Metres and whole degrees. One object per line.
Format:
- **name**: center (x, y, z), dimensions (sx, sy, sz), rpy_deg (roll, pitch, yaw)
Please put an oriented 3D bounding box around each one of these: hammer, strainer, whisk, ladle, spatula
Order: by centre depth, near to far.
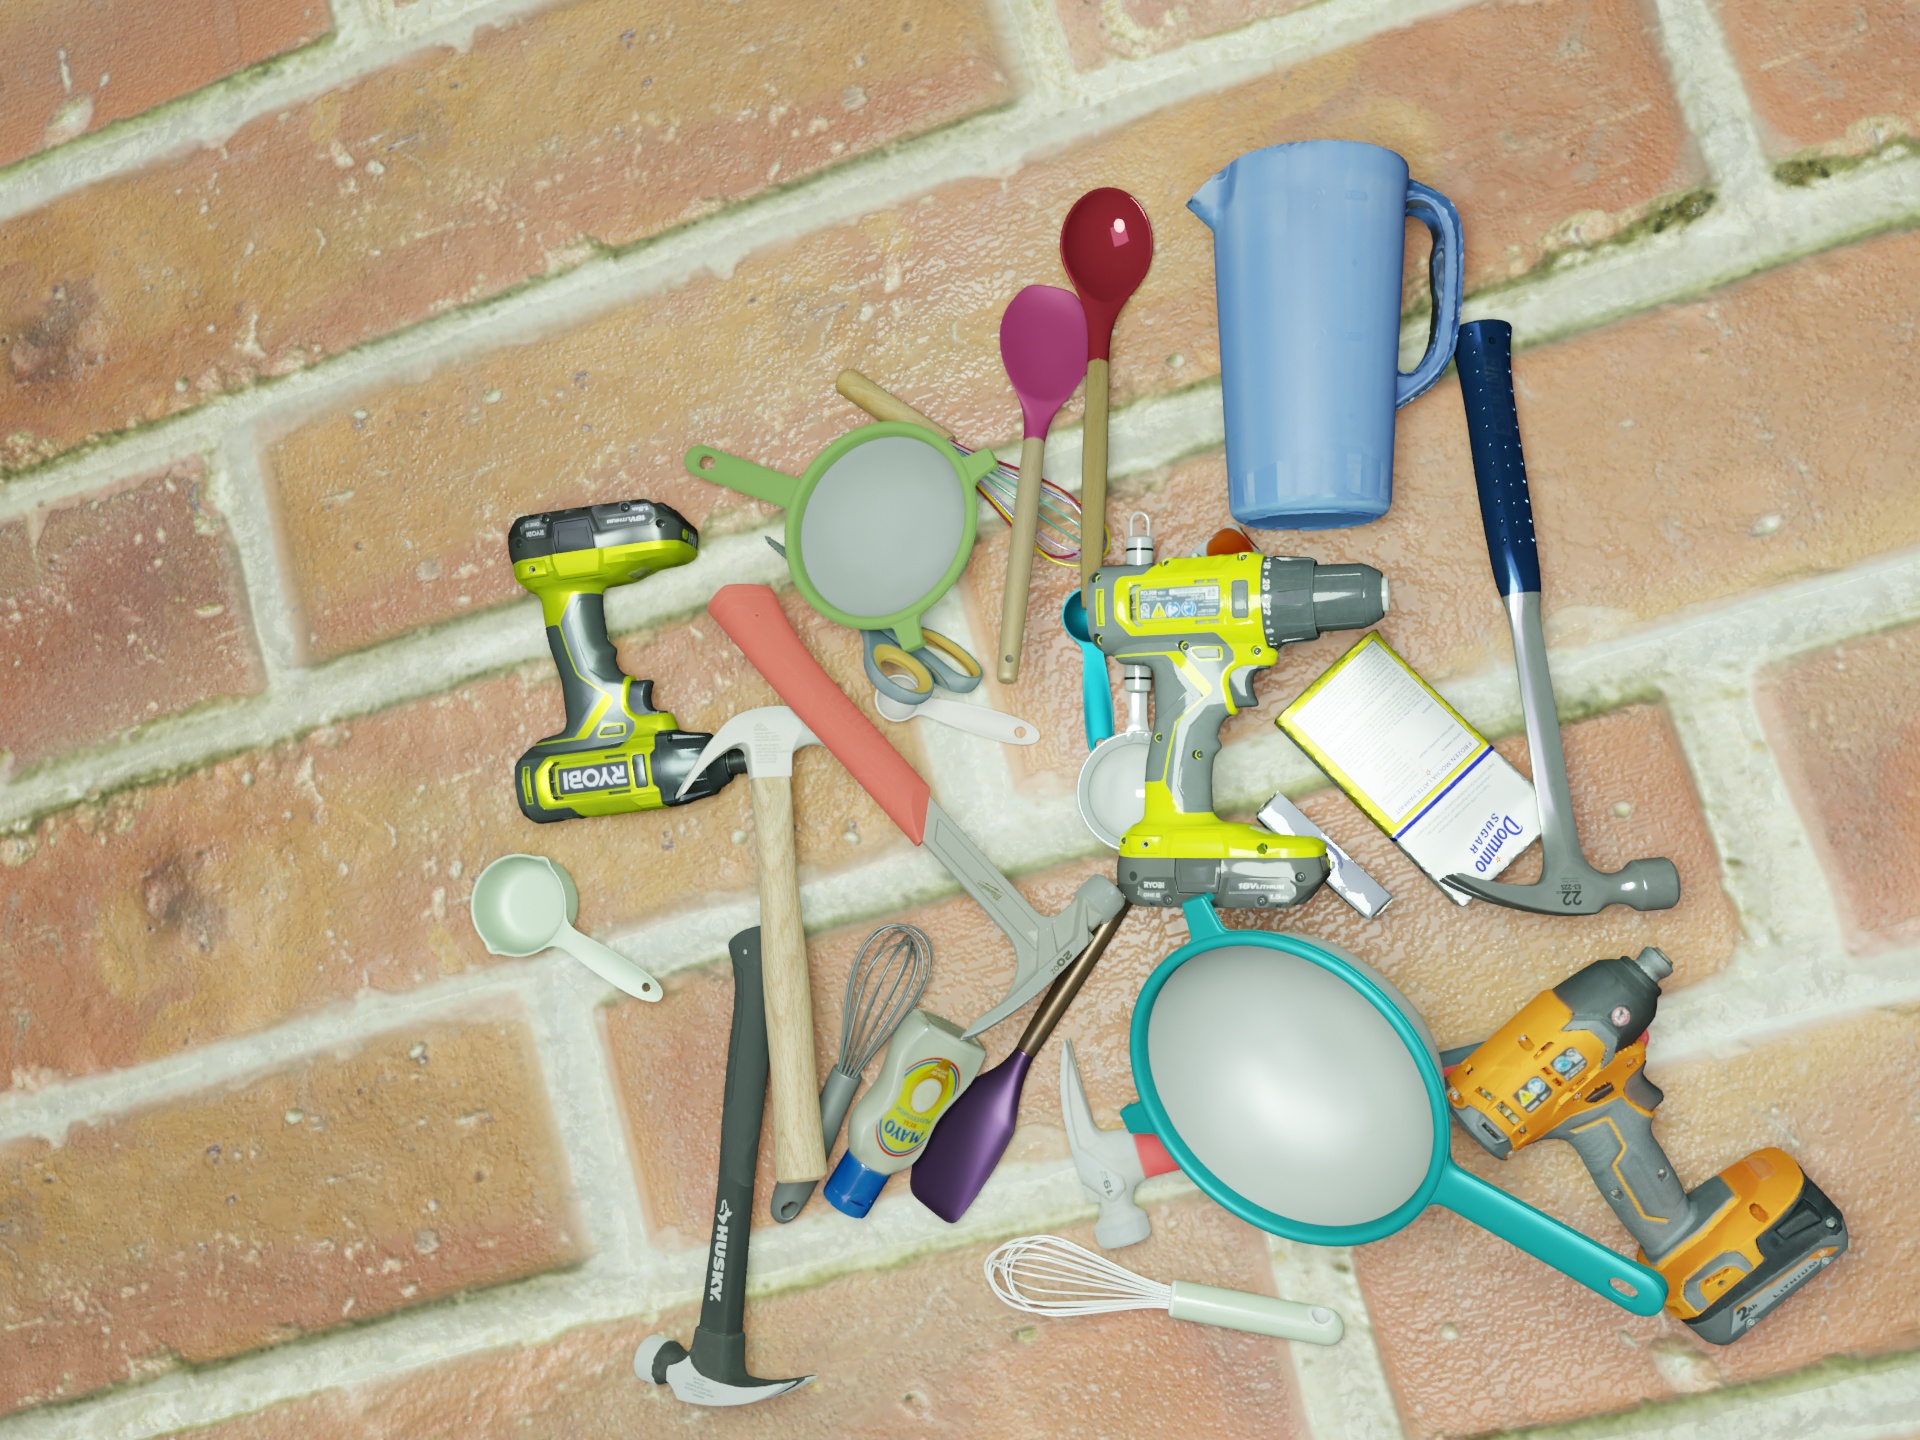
- **strainer**: center (0.270, 0.240, 0.975), dimensions (0.340, 0.095, 0.210), rpy_deg (27, 122, 26)
- **hammer**: center (0.367, -0.072, 1.054), dimensions (0.144, 0.035, 0.406), rpy_deg (-4, 77, 0)
- **hammer**: center (0.261, 0.242, 1.076), dimensions (0.386, 0.038, 0.143), rpy_deg (-17, 81, 9)
- **whisk**: center (0.137, 0.394, 1.087), dimensions (0.246, 0.058, 0.059), rpy_deg (8, 121, 8)
- **hammer**: center (-0.057, 0.046, 1.109), dimensions (0.149, 0.036, 0.359), rpy_deg (-40, 80, -17)
- **strainer**: center (0.125, -0.017, 1.110), dimensions (0.087, 0.050, 0.258), rpy_deg (1, 89, 4)
- **hammer**: center (-0.127, 0.153, 1.117), dimensions (0.130, 0.031, 0.331), rpy_deg (-2, 79, -17)
- **ladle**: center (0.098, -0.229, 1.123), dimensions (0.069, 0.031, 0.315), rpy_deg (6, 76, -8)
- **spatula**: center (0.058, 0.211, 1.126), dimensions (0.060, 0.018, 0.316), rpy_deg (34, 92, 24)
- **hammer**: center (-0.154, 0.313, 1.133), dimensions (0.146, 0.035, 0.335), rpy_deg (-1, 80, 36)
- **whisk**: center (-0.084, 0.253, 1.136), dimensions (0.055, 0.055, 0.239), rpy_deg (25, 95, 12)
- **whisk**: center (0.005, -0.185, 1.157), dimensions (0.245, 0.051, 0.047), rpy_deg (36, 98, 14)
- **strainer**: center (-0.090, -0.151, 1.168), dimensions (0.256, 0.069, 0.151), rpy_deg (23, 90, 27)

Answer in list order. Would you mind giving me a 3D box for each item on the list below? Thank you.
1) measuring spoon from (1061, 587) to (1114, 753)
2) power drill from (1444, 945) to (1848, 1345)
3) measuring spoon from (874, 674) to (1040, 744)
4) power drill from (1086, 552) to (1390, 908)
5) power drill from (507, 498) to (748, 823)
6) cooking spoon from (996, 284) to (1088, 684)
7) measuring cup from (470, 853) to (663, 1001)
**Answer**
- **measuring spoon**: center (0.098, -0.032, 1.142), dimensions (0.042, 0.021, 0.128), rpy_deg (-4, 94, 11)
- **power drill**: center (0.436, 0.257, 0.994), dimensions (0.226, 0.084, 0.164), rpy_deg (44, 101, -1)
- **measuring spoon**: center (-0.002, -0.004, 1.159), dimensions (0.124, 0.018, 0.034), rpy_deg (16, 88, 5)
- **power drill**: center (0.182, 0.004, 1.031), dimensions (0.190, 0.080, 0.228), rpy_deg (-2, 89, 20)
- **power drill**: center (-0.248, -0.043, 1.177), dimensions (0.171, 0.080, 0.223), rpy_deg (-7, 87, 6)
- **cooking spoon**: center (0.048, -0.172, 1.112), dimensions (0.068, 0.017, 0.319), rpy_deg (9, 68, -5)
- **measuring cup**: center (-0.286, 0.161, 1.187), dimensions (0.167, 0.038, 0.083), rpy_deg (31, 92, 10)
